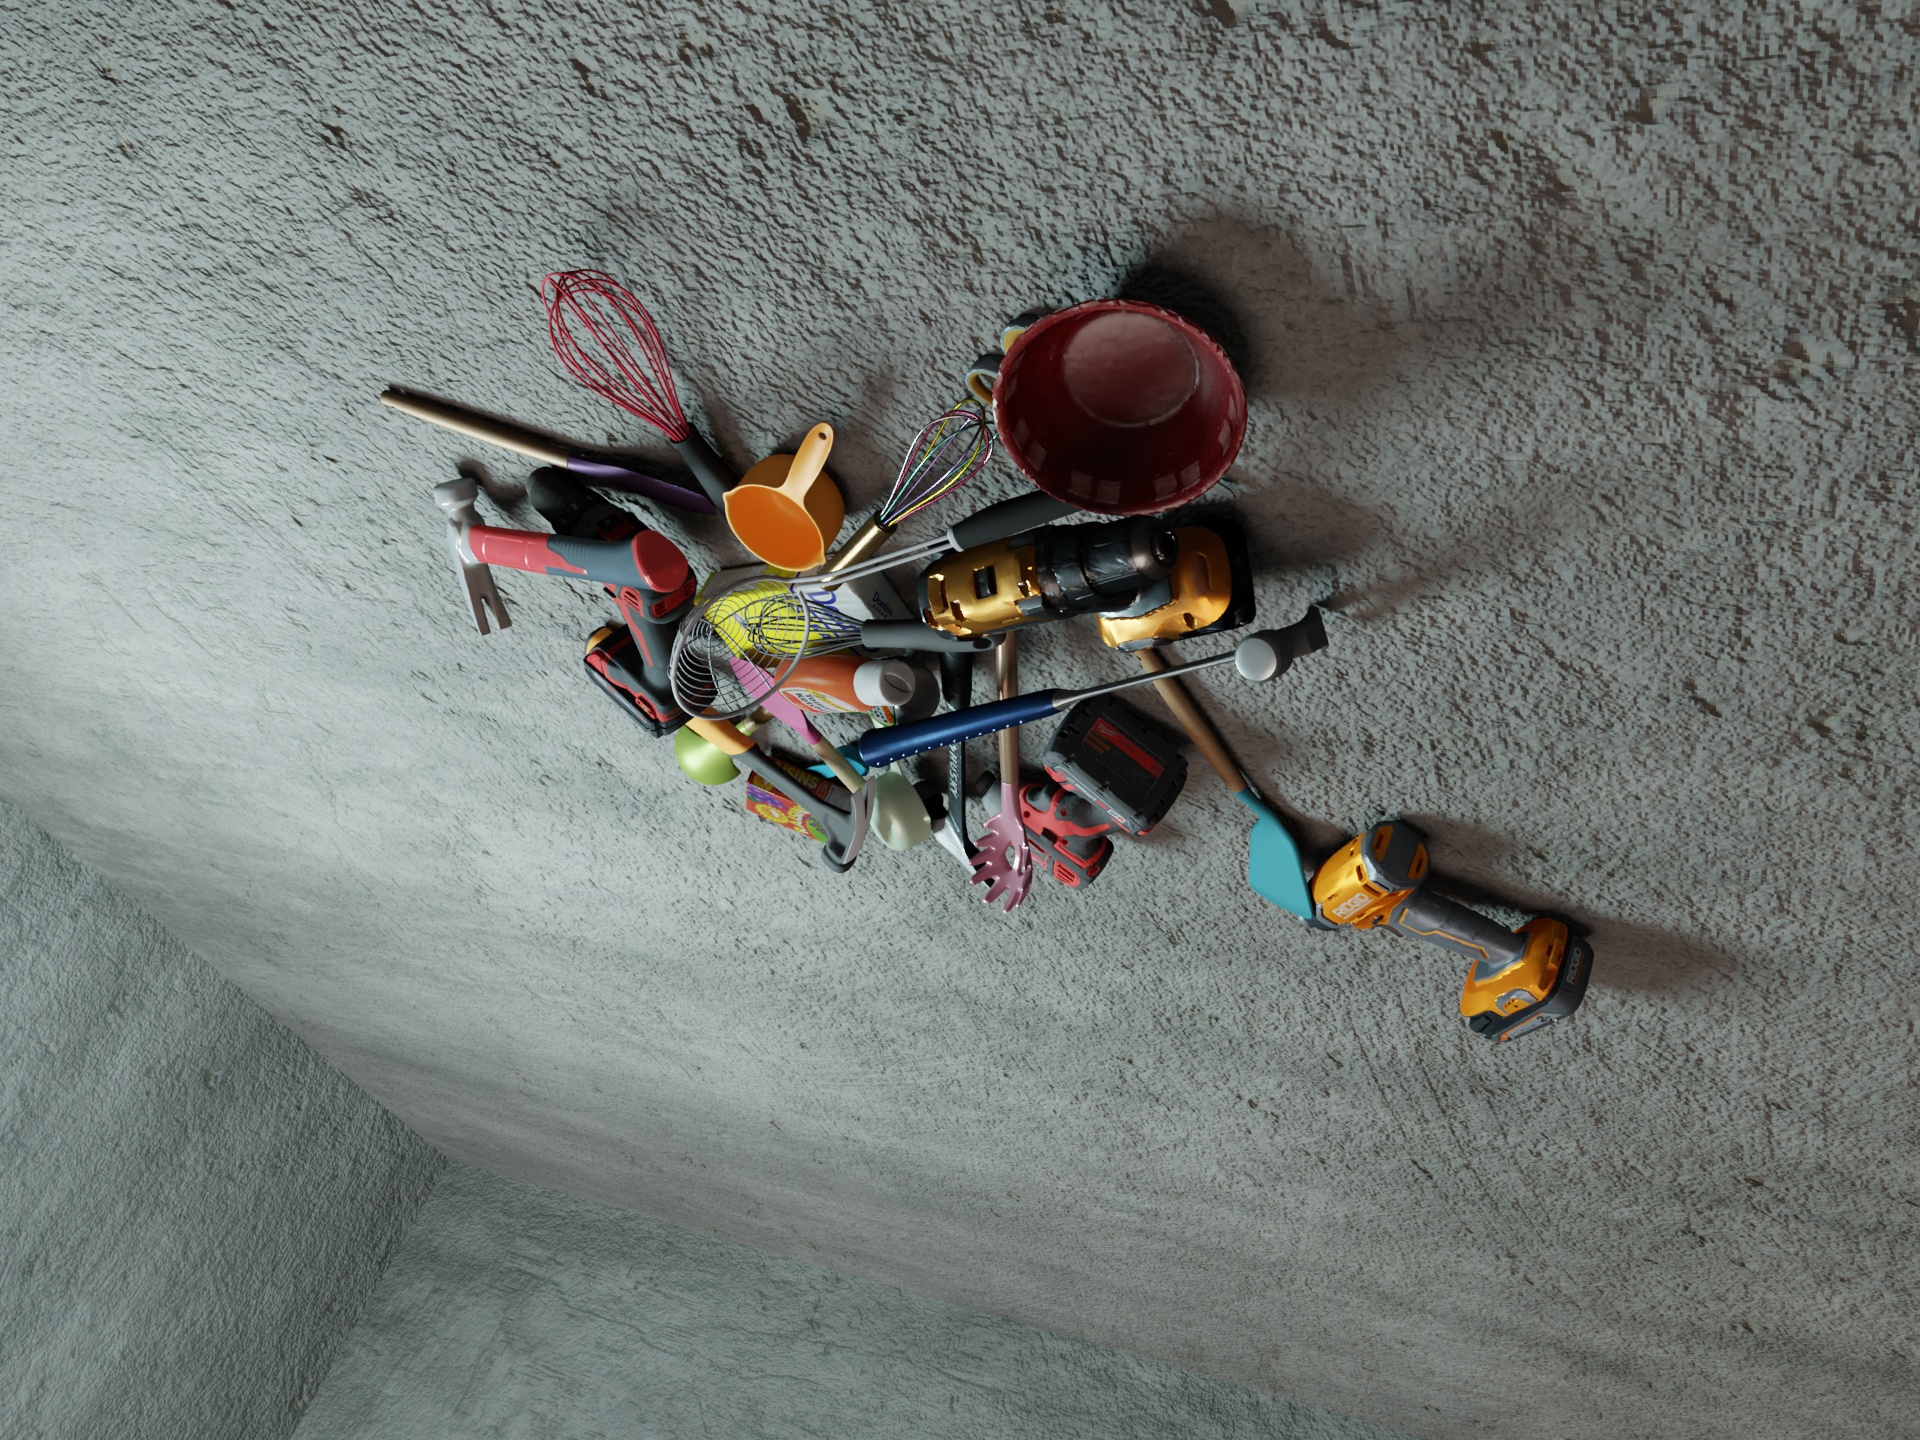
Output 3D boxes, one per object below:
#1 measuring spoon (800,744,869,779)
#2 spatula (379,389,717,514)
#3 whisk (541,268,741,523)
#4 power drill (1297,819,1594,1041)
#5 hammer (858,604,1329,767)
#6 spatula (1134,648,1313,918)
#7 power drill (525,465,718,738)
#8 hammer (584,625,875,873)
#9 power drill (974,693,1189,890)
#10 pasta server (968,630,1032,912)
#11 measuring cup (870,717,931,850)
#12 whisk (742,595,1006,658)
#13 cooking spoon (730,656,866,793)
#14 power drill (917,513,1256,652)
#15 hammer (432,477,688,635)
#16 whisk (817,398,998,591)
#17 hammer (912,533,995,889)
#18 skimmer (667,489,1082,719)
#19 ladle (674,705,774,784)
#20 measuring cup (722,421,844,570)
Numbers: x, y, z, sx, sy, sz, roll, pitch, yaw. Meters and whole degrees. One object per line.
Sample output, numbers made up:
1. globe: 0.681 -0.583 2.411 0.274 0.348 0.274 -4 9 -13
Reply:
1. measuring spoon: -0.129 0.042 1.592 0.042 0.021 0.128 34 156 -23
2. spatula: -0.350 -0.226 1.343 0.316 0.018 0.059 20 169 10
3. whisk: -0.224 -0.234 1.221 0.073 0.073 0.295 3 148 30
4. power drill: 0.408 0.186 1.383 0.226 0.084 0.164 32 148 -3
5. hammer: 0.089 -0.018 1.211 0.405 0.144 0.035 -14 94 37
6. spatula: 0.217 0.048 1.340 0.317 0.044 0.082 51 167 -32
7. power drill: -0.300 -0.108 1.403 0.188 0.080 0.226 40 153 23
8. hammer: -0.224 0.010 1.506 0.337 0.034 0.127 35 141 13
9. power drill: 0.098 0.066 1.412 0.143 0.078 0.219 38 151 0
10. pasta server: 0.037 0.031 1.338 0.060 0.040 0.316 24 134 32
11. measuring cup: -0.076 0.051 1.503 0.083 0.038 0.167 29 142 54
12. whisk: -0.073 -0.073 1.277 0.239 0.055 0.055 3 142 25
13. cooking spoon: -0.126 0.030 1.511 0.069 0.017 0.318 18 158 36
14. power drill: 0.110 -0.096 1.058 0.185 0.084 0.226 -11 174 43
15. hammer: -0.330 -0.122 1.310 0.386 0.038 0.143 13 121 50
16. whisk: -0.045 -0.164 1.195 0.047 0.051 0.245 58 139 6
17. hammer: -0.002 -0.004 1.379 0.149 0.036 0.408 46 154 32
18. skimmer: -0.054 -0.092 1.184 0.363 0.090 0.127 -16 153 22
19. ladle: -0.184 -0.014 1.531 0.078 0.062 0.320 43 137 -14
20. measuring cup: -0.119 -0.186 1.220 0.095 0.052 0.173 34 143 -4
